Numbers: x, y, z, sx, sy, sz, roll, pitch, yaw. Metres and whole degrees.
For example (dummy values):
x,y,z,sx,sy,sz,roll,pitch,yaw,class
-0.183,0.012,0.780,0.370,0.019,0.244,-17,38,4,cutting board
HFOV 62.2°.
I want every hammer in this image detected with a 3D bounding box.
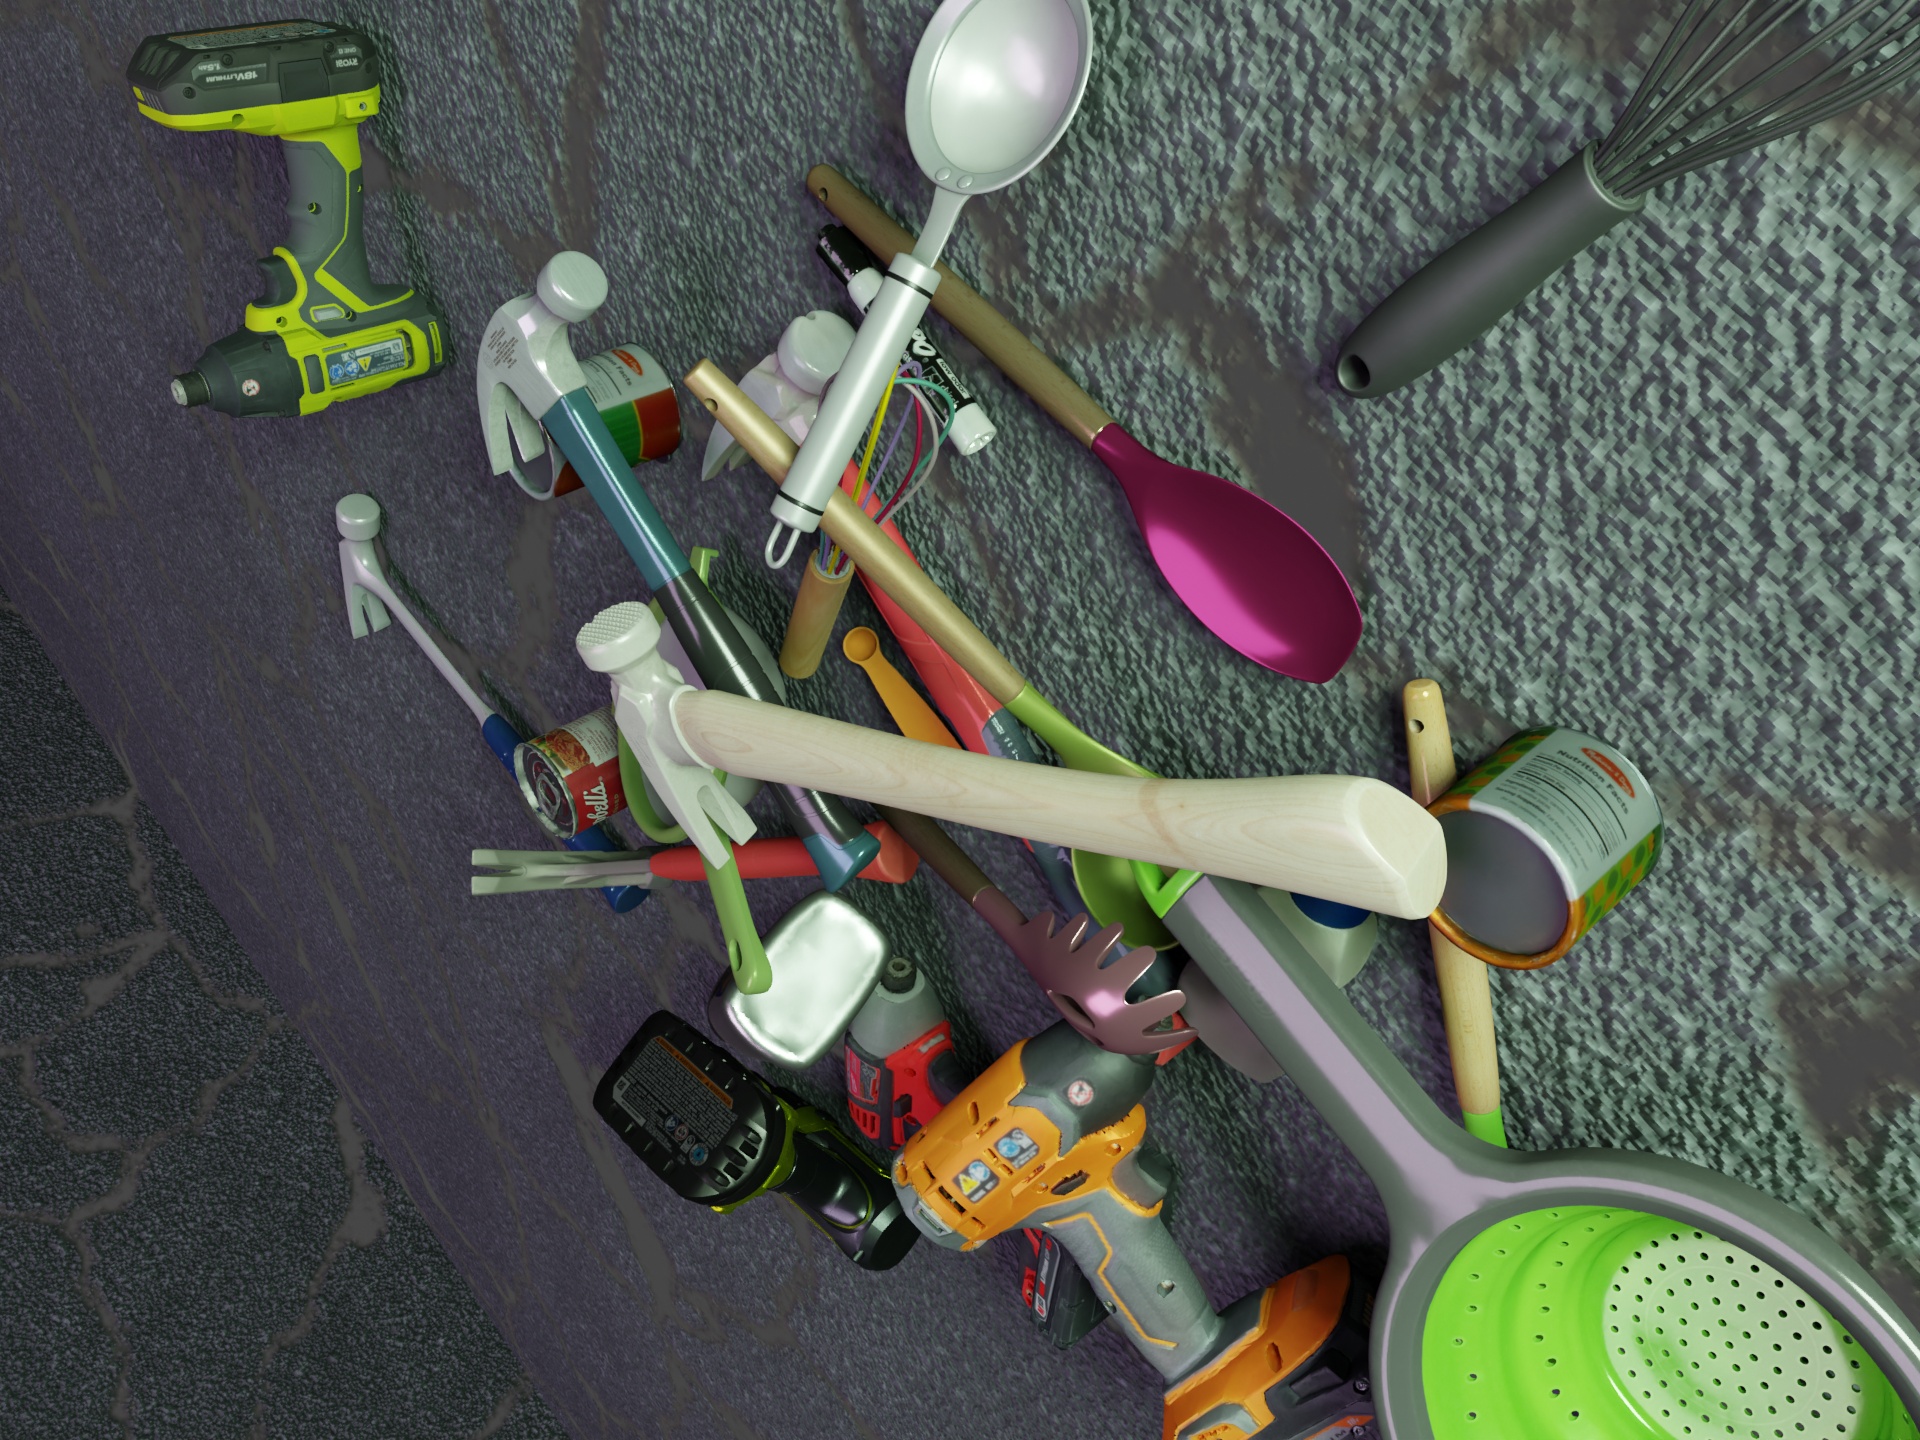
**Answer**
x,y,z,sx,sy,sz,roll,pitch,yaw,class
0.001,0.033,0.654,0.411,0.038,0.146,9,135,41,hammer
-0.160,0.087,0.988,0.359,0.149,0.037,-9,81,48,hammer
-0.136,-0.059,0.794,0.128,0.033,0.331,-23,101,48,hammer
-0.001,-0.002,0.782,0.386,0.038,0.143,59,147,2,hammer
-0.380,-0.002,1.270,0.406,0.035,0.144,46,144,19,hammer

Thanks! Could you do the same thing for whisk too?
x,y,z,sx,sy,sz,roll,pitch,yaw,class
-0.052,-0.085,0.719,0.244,0.051,0.047,120,136,-60,whisk
0.176,-0.151,0.437,0.055,0.055,0.239,58,150,3,whisk

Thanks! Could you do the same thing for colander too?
x,y,z,sx,sy,sz,roll,pitch,yaw,class
0.210,0.179,0.589,0.397,0.094,0.204,52,128,22,colander

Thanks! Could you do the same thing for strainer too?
x,y,z,sx,sy,sz,roll,pitch,yaw,class
-0.124,0.038,0.892,0.151,0.069,0.257,-52,47,39,strainer
-0.013,-0.171,0.587,0.087,0.050,0.258,36,102,37,strainer

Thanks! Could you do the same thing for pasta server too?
x,y,z,sx,sy,sz,roll,pitch,yaw,class
0.007,0.070,0.771,0.316,0.040,0.060,40,158,54,pasta server

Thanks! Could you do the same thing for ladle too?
x,y,z,sx,sy,sz,roll,pitch,yaw,class
0.000,-0.021,0.656,0.320,0.062,0.078,45,137,-20,ladle

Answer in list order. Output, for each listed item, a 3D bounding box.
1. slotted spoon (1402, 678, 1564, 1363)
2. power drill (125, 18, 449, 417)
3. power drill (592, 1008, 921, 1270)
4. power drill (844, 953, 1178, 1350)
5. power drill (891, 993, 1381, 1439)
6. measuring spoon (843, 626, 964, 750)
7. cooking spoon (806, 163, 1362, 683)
x,y,z,sx,sy,sz,roll,pitch,yaw,class
0.204,0.130,0.628,0.070,0.031,0.313,4,116,42,slotted spoon
-0.417,-0.301,0.978,0.080,0.171,0.223,29,132,37,power drill
-0.139,0.274,1.062,0.191,0.080,0.228,31,170,35,power drill
0.015,0.234,0.909,0.220,0.078,0.143,36,139,35,power drill
0.097,0.238,0.740,0.226,0.084,0.164,44,115,1,power drill
-0.022,-0.001,0.831,0.117,0.021,0.011,53,-172,8,measuring spoon
0.041,-0.132,0.648,0.319,0.017,0.068,46,143,19,cooking spoon
